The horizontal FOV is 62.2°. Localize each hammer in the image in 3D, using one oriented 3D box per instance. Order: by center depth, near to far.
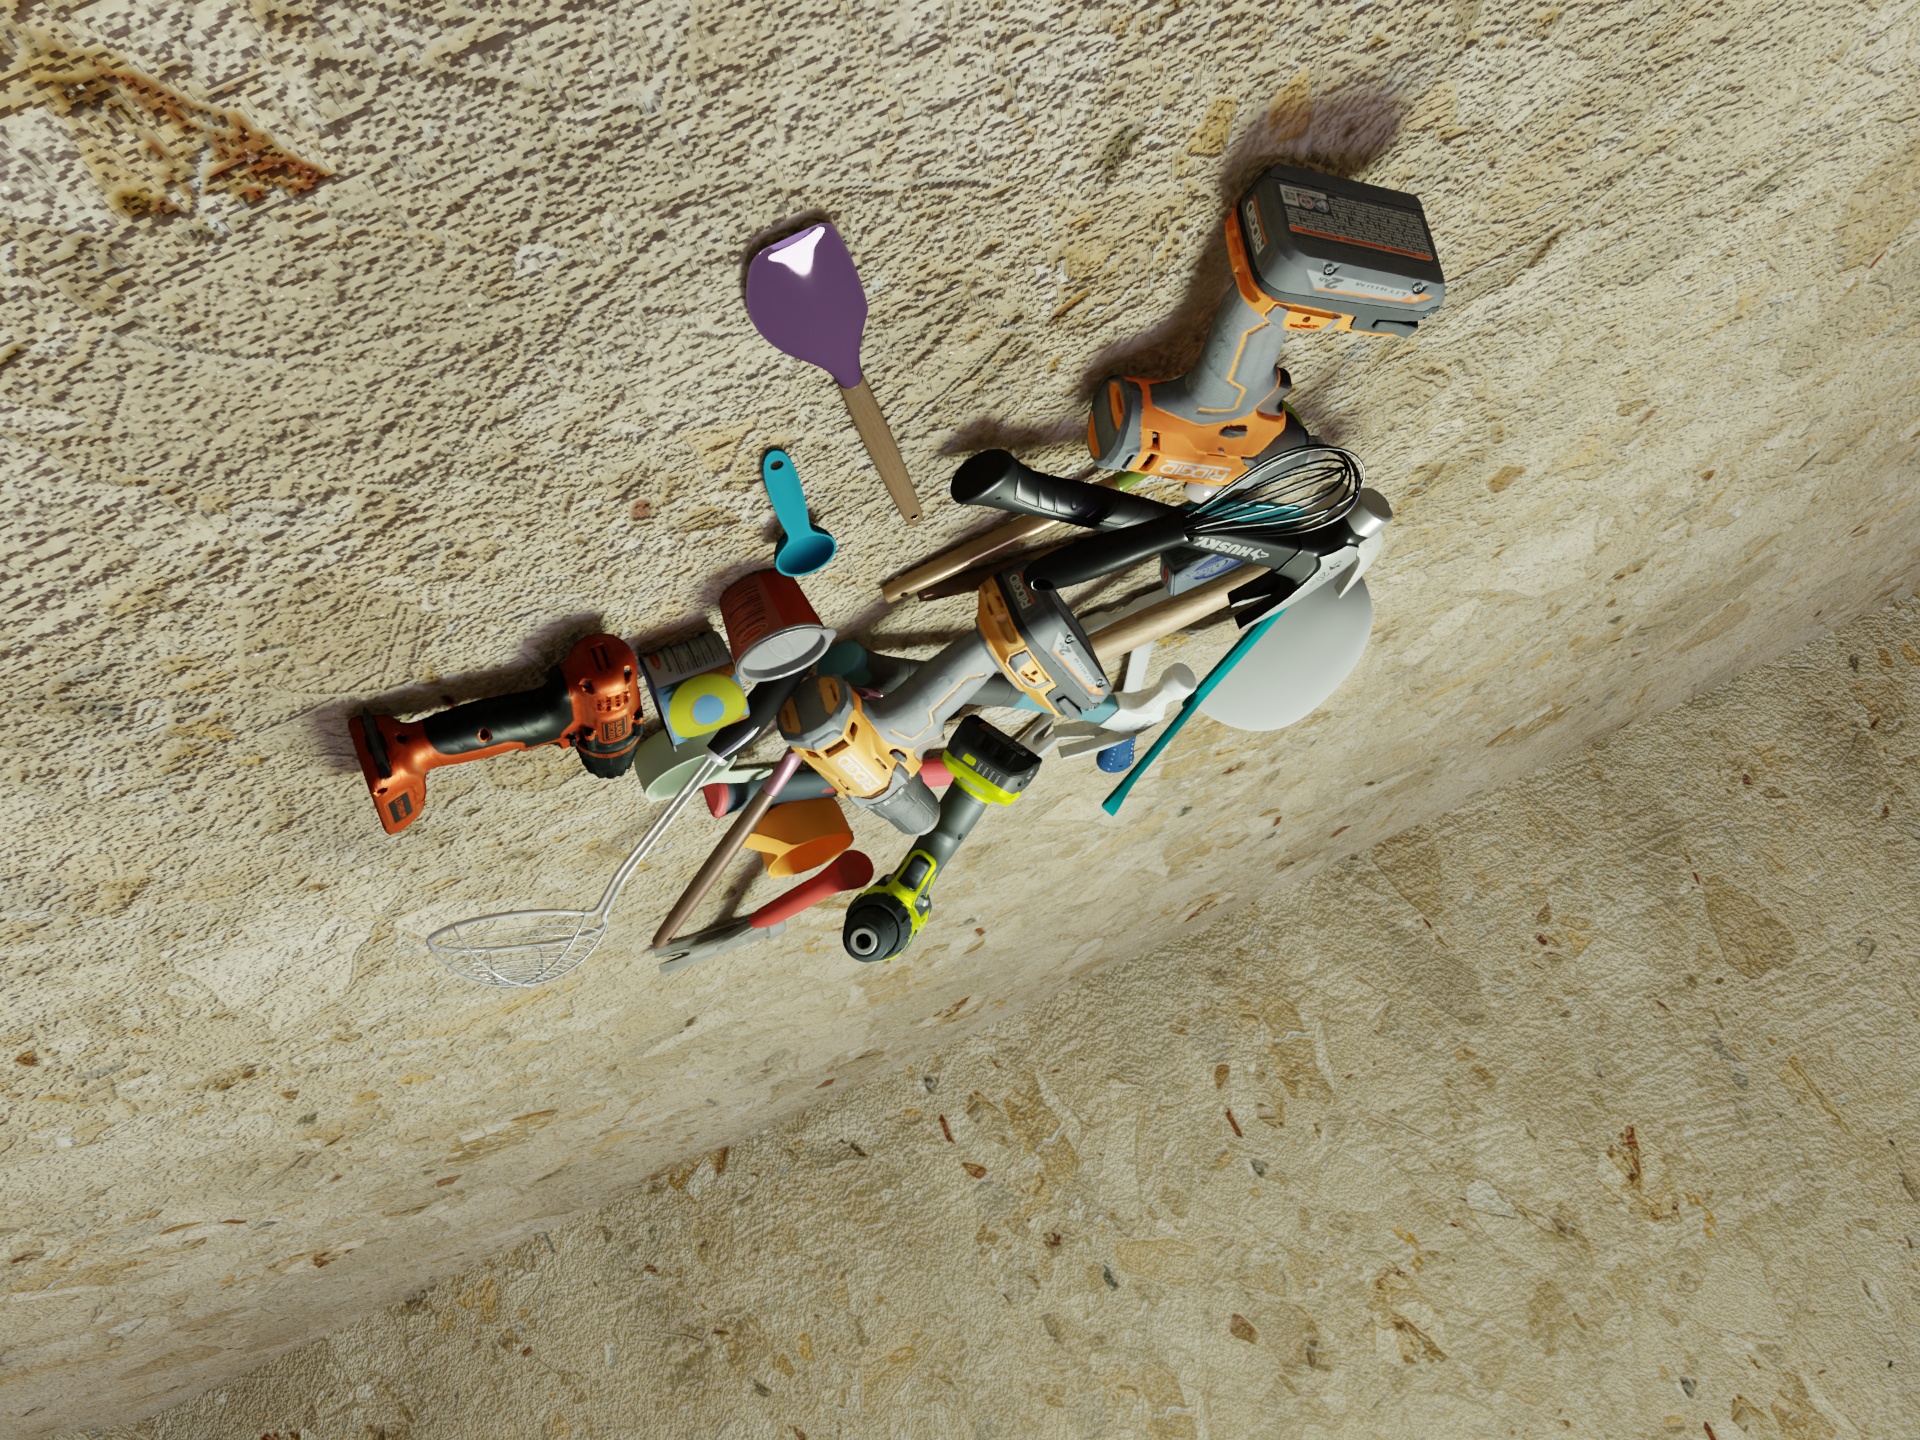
[{"bbox_3d":[0.138,-0.135,1.111,0.334,0.035,0.146,7,145,-33],"label":"hammer"},{"bbox_3d":[0.034,-0.025,1.303,0.330,0.033,0.128,9,145,-35],"label":"hammer"},{"bbox_3d":[0.188,-0.092,1.306,0.331,0.031,0.130,-24,152,24],"label":"hammer"},{"bbox_3d":[-0.070,0.045,1.463,0.386,0.038,0.143,-3,150,-47],"label":"hammer"},{"bbox_3d":[0.175,-0.032,1.564,0.144,0.035,0.405,-22,161,-8],"label":"hammer"},{"bbox_3d":[-0.188,0.191,1.598,0.149,0.037,0.359,-16,171,-32],"label":"hammer"}]

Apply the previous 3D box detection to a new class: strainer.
[{"bbox_3d":[0.262,-0.017,1.417,0.340,0.095,0.211,-47,175,-19],"label":"strainer"}]

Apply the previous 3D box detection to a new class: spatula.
[{"bbox_3d":[-0.060,-0.183,0.912,0.060,0.018,0.315,-25,160,2],"label":"spatula"},{"bbox_3d":[0.115,-0.127,1.233,0.317,0.044,0.082,-17,163,-21],"label":"spatula"}]

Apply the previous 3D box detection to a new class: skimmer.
[{"bbox_3d":[-0.238,0.056,1.164,0.363,0.090,0.127,-51,160,-2],"label":"skimmer"}]

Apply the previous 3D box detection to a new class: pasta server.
[{"bbox_3d":[-0.170,0.084,1.331,0.316,0.040,0.060,-52,156,21],"label":"pasta server"}]

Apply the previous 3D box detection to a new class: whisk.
[{"bbox_3d":[0.147,-0.125,1.037,0.239,0.055,0.055,-16,166,26],"label":"whisk"}]

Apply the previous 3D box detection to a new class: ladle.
[{"bbox_3d":[0.092,-0.148,1.134,0.320,0.062,0.078,-25,148,7],"label":"ladle"}]

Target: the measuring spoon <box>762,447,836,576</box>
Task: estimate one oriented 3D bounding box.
[{"bbox_3d":[-0.107,-0.135,0.993,0.042,0.021,0.128,-22,151,-6],"label":"measuring spoon"}]

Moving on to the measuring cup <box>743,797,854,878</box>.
[{"bbox_3d":[-0.167,0.097,1.462,0.095,0.052,0.173,-31,158,16],"label":"measuring cup"}]

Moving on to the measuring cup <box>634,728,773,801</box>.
[{"bbox_3d":[-0.199,0.029,1.274,0.083,0.038,0.167,-32,167,17],"label":"measuring cup"}]

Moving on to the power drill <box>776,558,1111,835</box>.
[{"bbox_3d":[-0.002,-0.004,1.213,0.226,0.084,0.185,-30,138,10],"label":"power drill"}]

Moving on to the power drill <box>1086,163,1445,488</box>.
[{"bbox_3d":[0.196,-0.224,0.979,0.164,0.084,0.226,5,151,-21],"label":"power drill"}]

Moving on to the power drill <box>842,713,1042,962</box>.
[{"bbox_3d":[-0.025,0.111,1.396,0.228,0.080,0.190,-57,175,5],"label":"power drill"}]

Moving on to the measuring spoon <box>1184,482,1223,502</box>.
[{"bbox_3d":[0.200,-0.198,1.189,0.034,0.018,0.124,-18,159,-19],"label":"measuring spoon"}]
